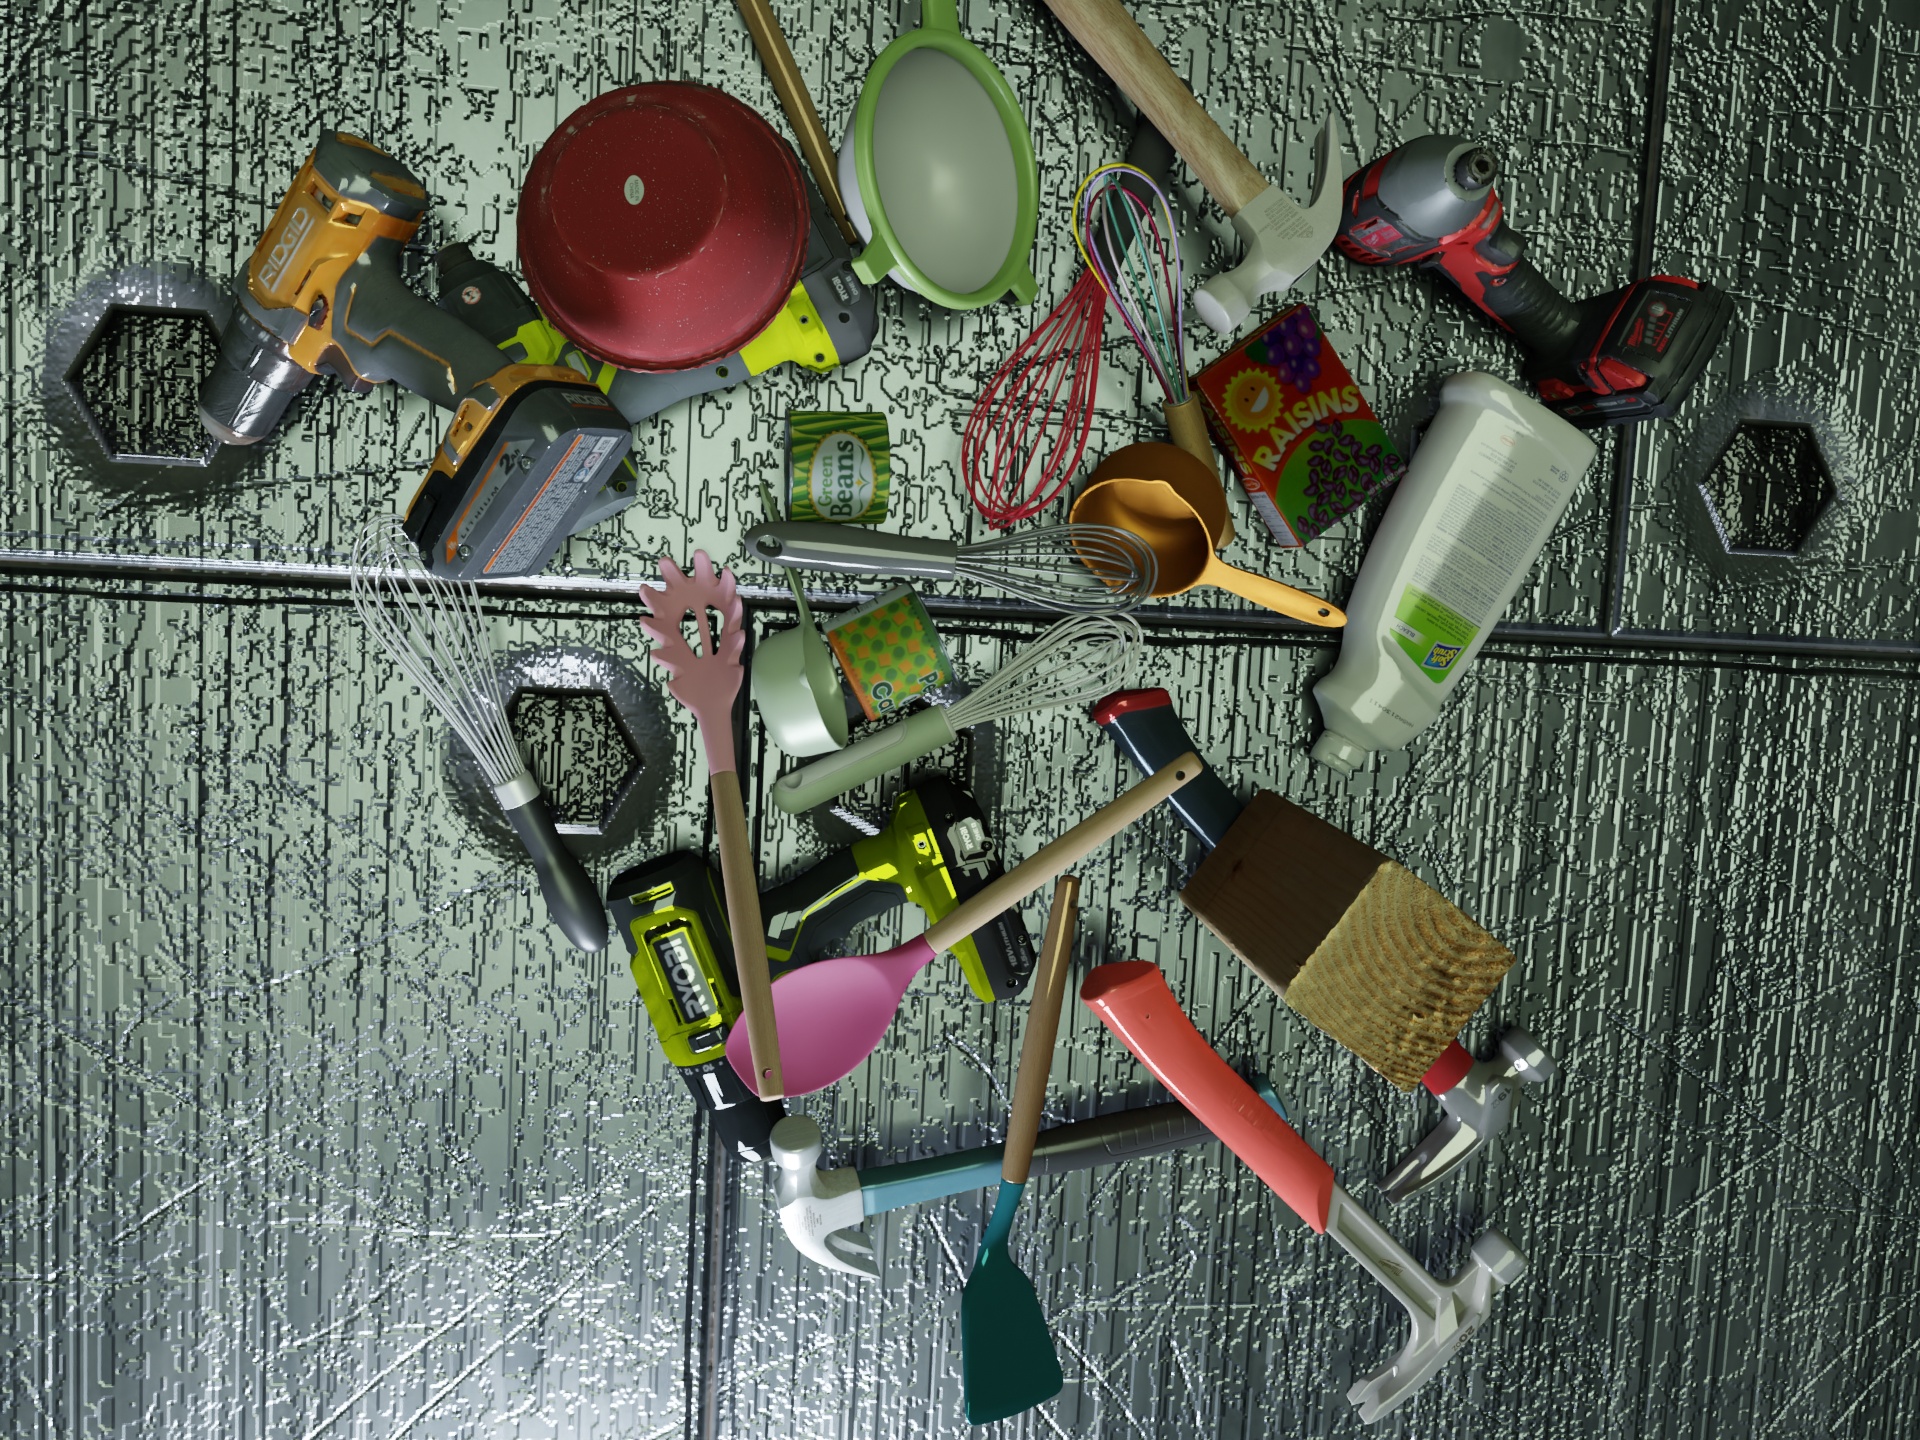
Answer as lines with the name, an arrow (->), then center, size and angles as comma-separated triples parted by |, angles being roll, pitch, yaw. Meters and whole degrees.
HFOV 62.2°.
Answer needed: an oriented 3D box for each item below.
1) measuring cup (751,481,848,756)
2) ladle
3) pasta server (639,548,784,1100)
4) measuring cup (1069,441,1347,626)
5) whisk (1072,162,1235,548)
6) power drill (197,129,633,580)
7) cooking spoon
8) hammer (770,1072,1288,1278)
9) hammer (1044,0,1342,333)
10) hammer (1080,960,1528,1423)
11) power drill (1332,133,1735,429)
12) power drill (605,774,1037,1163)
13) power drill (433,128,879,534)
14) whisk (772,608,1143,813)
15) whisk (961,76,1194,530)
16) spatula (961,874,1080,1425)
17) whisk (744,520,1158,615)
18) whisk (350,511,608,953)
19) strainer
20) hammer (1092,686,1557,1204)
measuring cup -> -0.108, -0.058, 0.939 | 0.038, 0.083, 0.168 | -18, 82, 8
ladle -> -0.123, -0.425, 0.899 | 0.078, 0.062, 0.320 | -26, 101, -6
pasta server -> -0.132, 0.055, 0.899 | 0.060, 0.040, 0.316 | -12, 72, 2
measuring cup -> 0.152, -0.106, 0.945 | 0.173, 0.095, 0.052 | 23, 50, 4
whisk -> 0.118, -0.207, 0.931 | 0.047, 0.051, 0.244 | -29, 121, -10
power drill -> -0.304, -0.171, 0.846 | 0.226, 0.084, 0.185 | 46, 111, 11
cooking spoon -> 0.004, 0.113, 0.907 | 0.319, 0.017, 0.068 | -35, 96, 2
hammer -> 0.049, 0.268, 0.987 | 0.331, 0.033, 0.128 | -9, 124, -13
hammer -> 0.097, -0.388, 0.919 | 0.130, 0.031, 0.331 | -40, 90, -9
hammer -> 0.196, 0.281, 0.983 | 0.149, 0.037, 0.359 | -45, 106, 0
power drill -> 0.333, -0.265, 0.938 | 0.219, 0.143, 0.078 | 30, 88, -12
power drill -> -0.076, 0.146, 0.953 | 0.228, 0.080, 0.190 | -21, 98, -3
power drill -> -0.174, -0.231, 0.901 | 0.223, 0.080, 0.171 | -29, 94, -2
whisk -> -0.002, -0.003, 0.964 | 0.246, 0.058, 0.059 | -25, 129, -1
whisk -> 0.074, -0.248, 0.946 | 0.073, 0.073, 0.296 | 24, 87, -10
spatula -> 0.045, 0.247, 0.929 | 0.082, 0.044, 0.317 | 3, 100, -43
whisk -> -0.005, -0.095, 0.915 | 0.239, 0.055, 0.055 | 5, 95, -4
whisk -> -0.272, 0.011, 0.924 | 0.070, 0.070, 0.284 | -25, 104, -5
strainer -> -0.029, -0.359, 0.898 | 0.151, 0.069, 0.256 | -10, 98, -49
hammer -> 0.210, 0.136, 1.013 | 0.143, 0.038, 0.386 | -43, 100, -1
